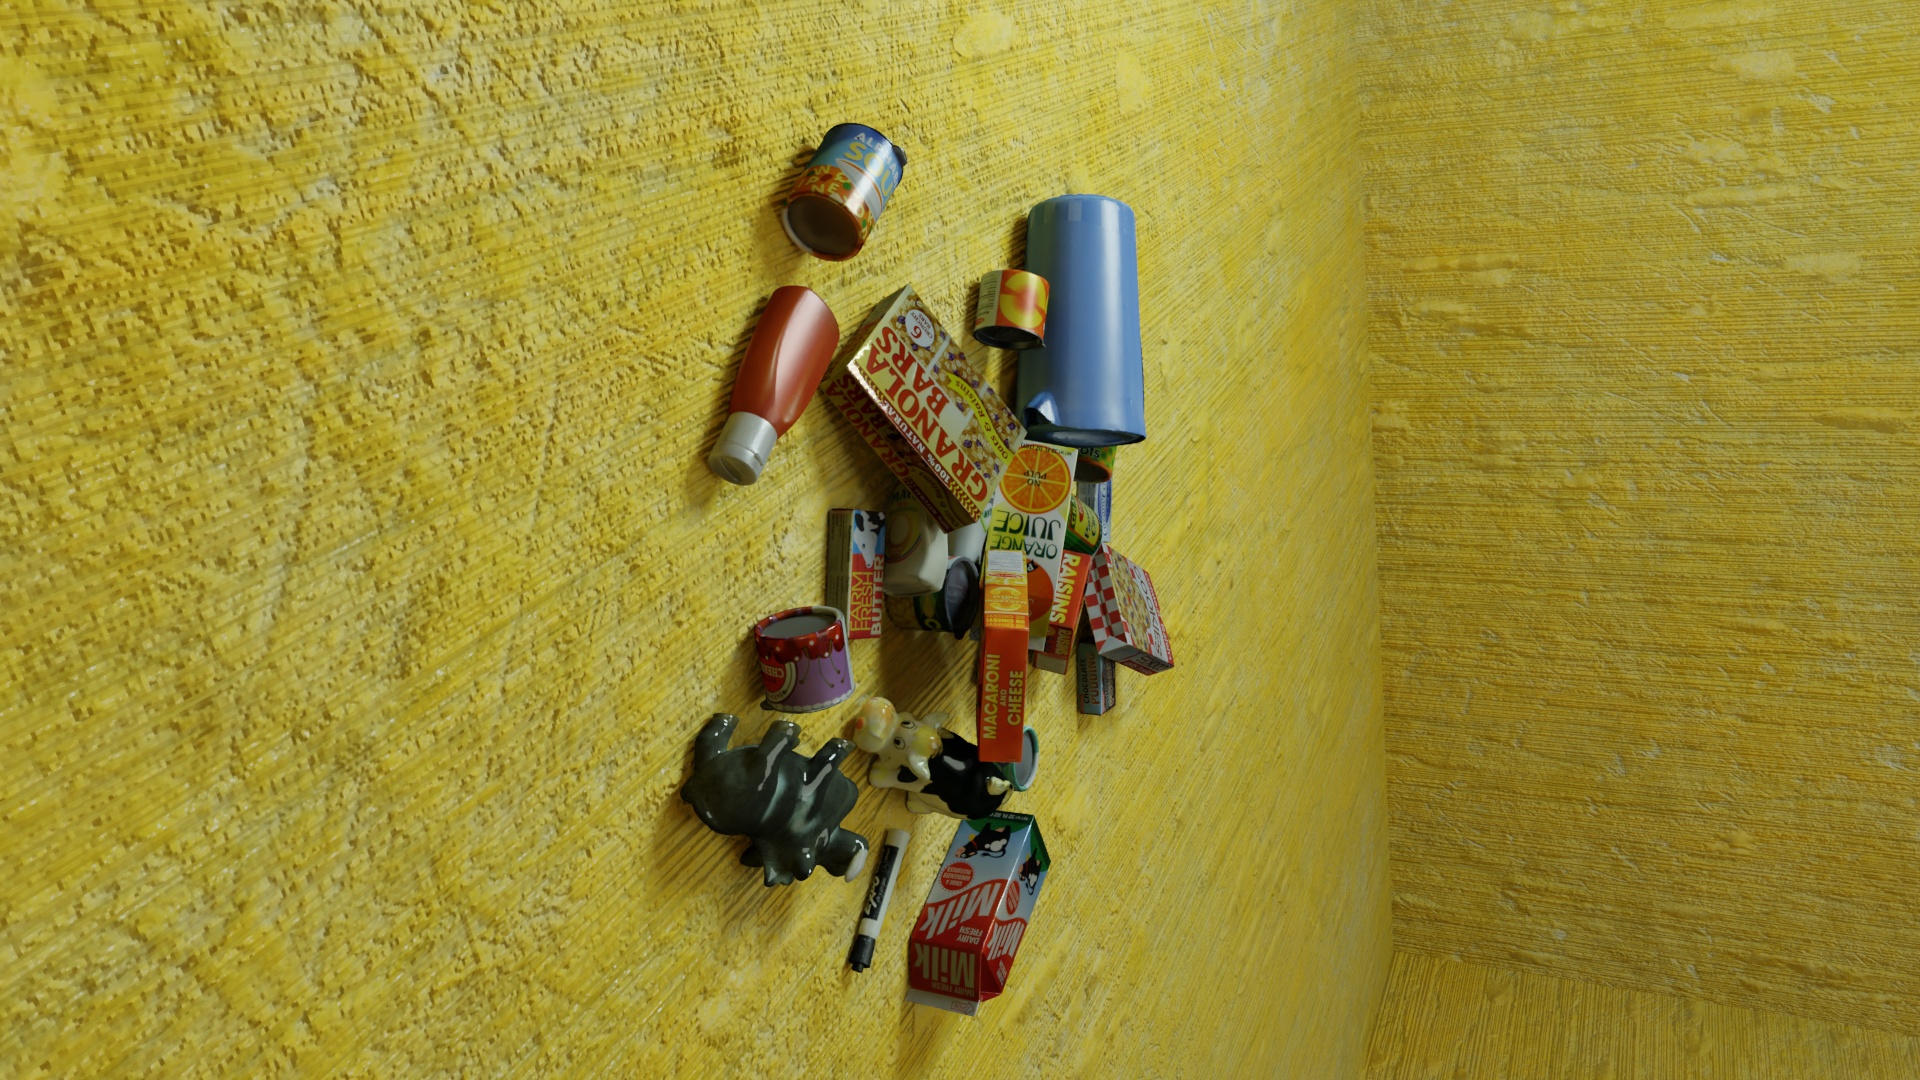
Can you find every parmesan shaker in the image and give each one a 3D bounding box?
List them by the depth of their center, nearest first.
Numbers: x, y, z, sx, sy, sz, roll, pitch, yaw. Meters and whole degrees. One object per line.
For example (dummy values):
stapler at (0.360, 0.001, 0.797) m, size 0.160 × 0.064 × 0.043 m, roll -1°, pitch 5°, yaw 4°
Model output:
parmesan shaker at (0.098, -0.021, 1.420) m, size 0.103 × 0.071 × 0.071 m, roll 31°, pitch 64°, yaw -61°

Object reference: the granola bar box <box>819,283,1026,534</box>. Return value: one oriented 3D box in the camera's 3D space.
granola bar box at (-0.028, -0.106, 1.125) m, size 0.165 × 0.039 × 0.125 m, roll 50°, pitch 44°, yaw -21°

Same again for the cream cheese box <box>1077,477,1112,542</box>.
cream cheese box at (0.152, -0.049, 1.569) m, size 0.053 × 0.024 × 0.103 m, roll 2°, pitch 90°, yaw -62°

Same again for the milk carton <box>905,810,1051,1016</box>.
milk carton at (0.015, 0.344, 1.273) m, size 0.191 × 0.072 × 0.073 m, roll -61°, pitch 144°, yaw -41°

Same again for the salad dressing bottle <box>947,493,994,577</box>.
salad dressing bottle at (0.004, -0.016, 1.256) m, size 0.064 × 0.044 × 0.147 m, roll 26°, pitch 70°, yaw -70°

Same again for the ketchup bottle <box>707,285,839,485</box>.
ketchup bottle at (-0.132, -0.107, 0.978) m, size 0.064 × 0.043 × 0.149 m, roll 59°, pitch 42°, yaw -46°

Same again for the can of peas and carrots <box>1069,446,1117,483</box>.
can of peas and carrots at (0.133, -0.100, 1.482) m, size 0.071 × 0.071 × 0.059 m, roll 42°, pitch 56°, yaw -57°

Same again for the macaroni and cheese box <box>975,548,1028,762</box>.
macaroni and cheese box at (0.035, 0.095, 1.187) m, size 0.167 × 0.040 × 0.123 m, roll -85°, pitch 178°, yaw -69°

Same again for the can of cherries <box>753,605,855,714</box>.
can of cherries at (-0.115, 0.086, 1.004) m, size 0.072 × 0.071 × 0.058 m, roll -37°, pitch 125°, yaw -57°

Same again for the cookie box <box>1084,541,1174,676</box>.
cookie box at (0.190, 0.081, 1.591) m, size 0.167 × 0.040 × 0.123 m, roll 28°, pitch 45°, yaw -60°

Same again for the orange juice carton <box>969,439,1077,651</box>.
orange juice carton at (0.058, 0.006, 1.308) m, size 0.073 × 0.072 × 0.193 m, roll 100°, pitch 0°, yaw -75°

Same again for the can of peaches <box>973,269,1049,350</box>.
can of peaches at (0.050, -0.216, 1.305) m, size 0.071 × 0.071 × 0.058 m, roll 26°, pitch 68°, yaw -61°

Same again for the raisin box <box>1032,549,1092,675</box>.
raisin box at (0.103, 0.074, 1.417) m, size 0.123 × 0.040 × 0.086 m, roll 90°, pitch 15°, yaw -63°

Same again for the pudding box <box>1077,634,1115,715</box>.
pudding box at (0.155, 0.153, 1.585) m, size 0.050 × 0.030 × 0.083 m, roll -14°, pitch 104°, yaw -62°

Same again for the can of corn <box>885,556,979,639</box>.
can of corn at (-0.024, 0.048, 1.188) m, size 0.071 × 0.058 × 0.071 m, roll -9°, pitch 100°, yaw -63°

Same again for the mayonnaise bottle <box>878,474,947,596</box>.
mayonnaise bottle at (-0.035, -0.028, 1.160) m, size 0.041 × 0.064 × 0.148 m, roll 31°, pitch 60°, yaw -46°

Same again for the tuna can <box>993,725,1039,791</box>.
tuna can at (0.051, 0.213, 1.377) m, size 0.071 × 0.033 × 0.071 m, roll -11°, pitch 102°, yaw -63°

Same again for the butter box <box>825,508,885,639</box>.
butter box at (-0.084, 0.027, 1.106) m, size 0.053 × 0.024 × 0.103 m, roll 4°, pitch 88°, yaw -63°

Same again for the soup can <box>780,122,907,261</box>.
soup can at (-0.085, -0.258, 1.029) m, size 0.071 × 0.071 × 0.084 m, roll 64°, pitch 38°, yaw -44°
